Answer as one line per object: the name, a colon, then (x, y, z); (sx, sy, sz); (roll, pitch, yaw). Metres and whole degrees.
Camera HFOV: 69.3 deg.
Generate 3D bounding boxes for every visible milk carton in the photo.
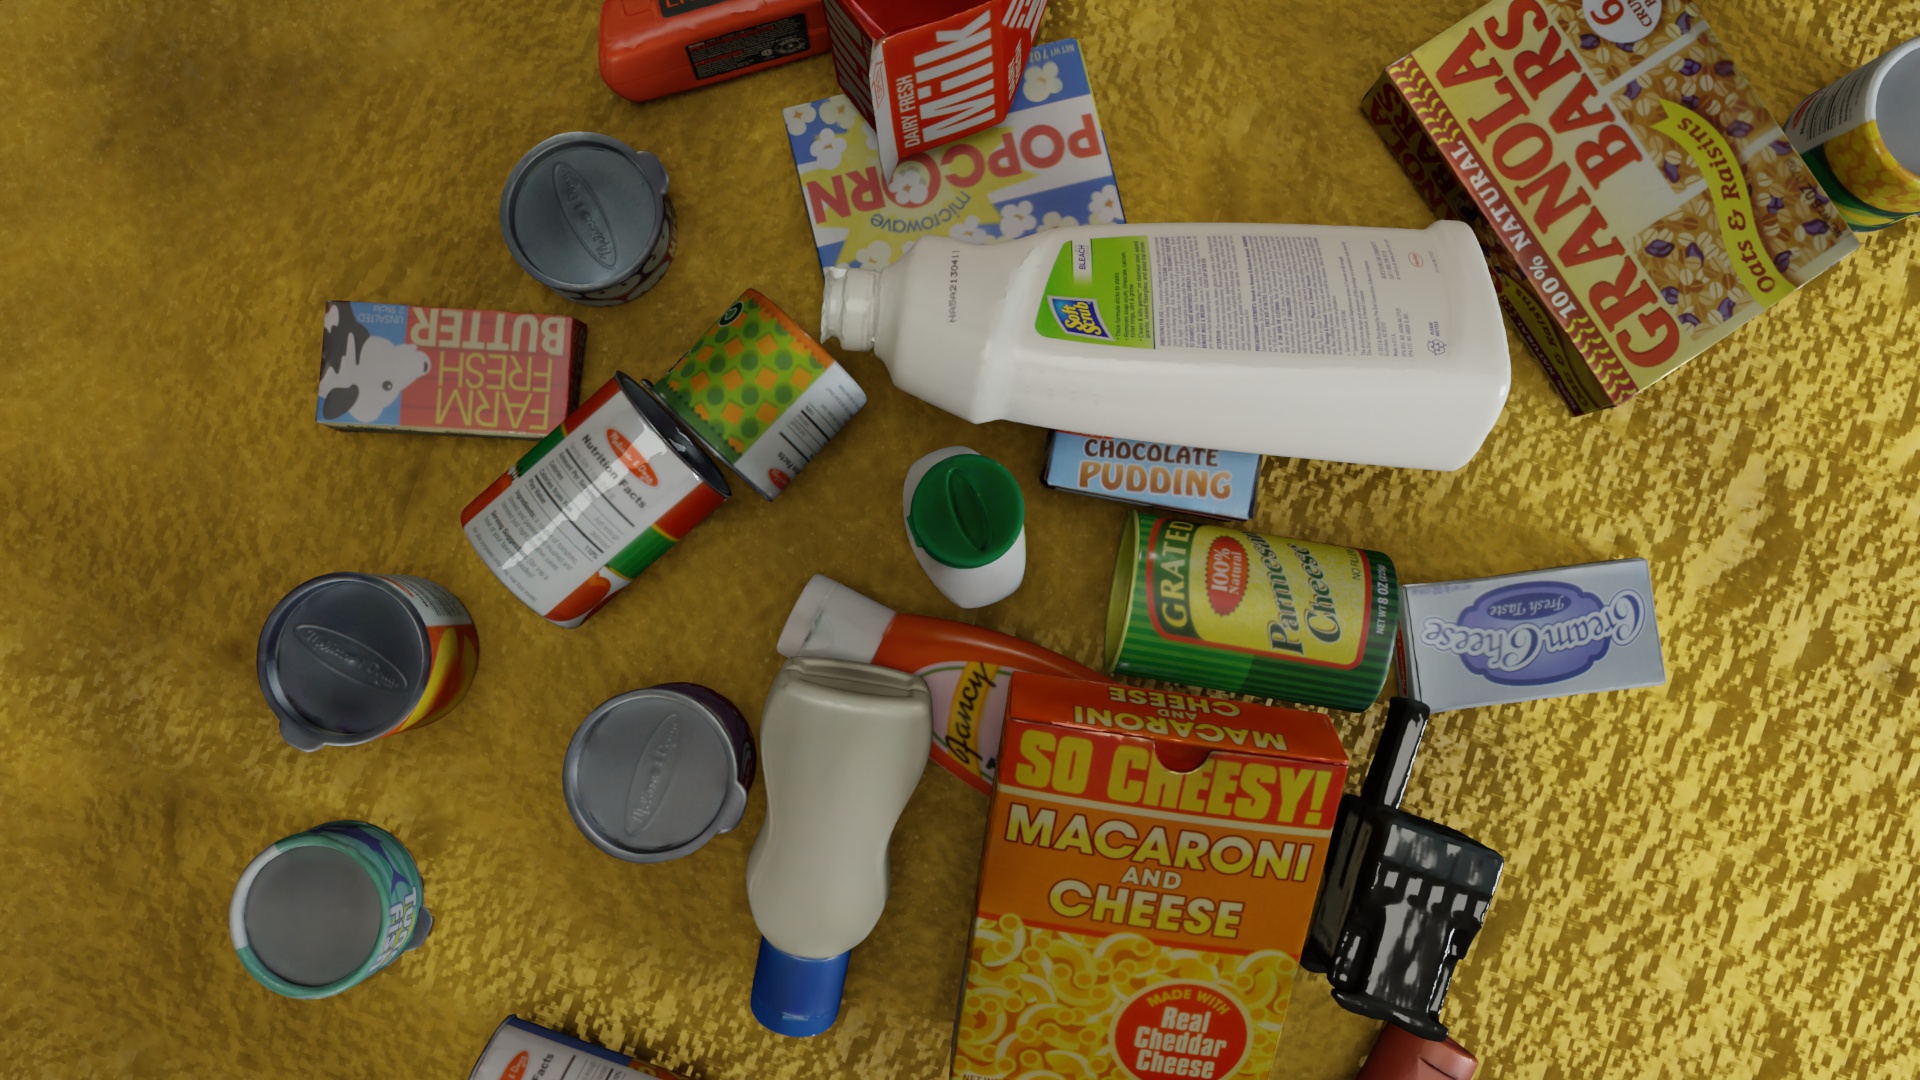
milk carton: (-0.002, -0.233, 0.535); (0.073, 0.072, 0.191); (16, 72, 9)

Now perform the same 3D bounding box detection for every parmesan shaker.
parmesan shaker: (0.114, 0.026, 0.554); (0.103, 0.071, 0.071); (9, 87, 0)

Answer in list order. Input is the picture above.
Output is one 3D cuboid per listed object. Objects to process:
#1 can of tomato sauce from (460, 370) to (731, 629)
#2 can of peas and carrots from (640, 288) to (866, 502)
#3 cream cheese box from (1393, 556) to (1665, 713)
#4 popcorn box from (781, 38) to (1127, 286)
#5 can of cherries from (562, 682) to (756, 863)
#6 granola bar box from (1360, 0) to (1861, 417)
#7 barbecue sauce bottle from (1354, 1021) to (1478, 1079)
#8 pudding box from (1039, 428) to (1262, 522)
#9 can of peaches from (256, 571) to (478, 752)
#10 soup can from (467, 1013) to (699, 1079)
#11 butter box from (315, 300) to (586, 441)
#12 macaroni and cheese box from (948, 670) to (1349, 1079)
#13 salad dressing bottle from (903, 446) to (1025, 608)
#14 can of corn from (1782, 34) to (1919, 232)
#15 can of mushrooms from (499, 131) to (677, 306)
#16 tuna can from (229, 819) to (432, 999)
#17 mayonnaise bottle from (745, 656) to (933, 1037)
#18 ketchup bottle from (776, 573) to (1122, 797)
can of tomato sauce: (-0.144, -0.015, 0.554); (0.083, 0.071, 0.071); (-41, 88, 1)
can of peas and carrots: (-0.082, -0.060, 0.557); (0.071, 0.071, 0.059); (43, 87, 2)
cream cheese box: (0.233, 0.039, 0.574); (0.104, 0.024, 0.053); (-7, 88, -1)
popcorn box: (-0.002, -0.148, 0.575); (0.127, 0.038, 0.085); (-14, 87, -1)
can of cherries: (-0.115, 0.092, 0.552); (0.071, 0.058, 0.071); (0, 86, -1)
granola bar box: (0.266, -0.153, 0.577); (0.124, 0.039, 0.165); (-33, 88, -2)
barbecue sauce bottle: (0.153, 0.261, 0.552); (0.065, 0.043, 0.148); (31, 87, 2)
pudding box: (0.076, -0.029, 0.564); (0.084, 0.049, 0.030); (11, 91, 1)
can of peaches: (-0.235, 0.048, 0.554); (0.071, 0.058, 0.071); (0, 88, -1)
soup can: (-0.150, 0.232, 0.543); (0.084, 0.071, 0.071); (19, 87, 0)
butter box: (-0.210, -0.069, 0.577); (0.103, 0.024, 0.053); (3, 88, 0)
macaroni and cheese box: (0.067, 0.140, 0.530); (0.124, 0.040, 0.165); (8, 111, 0)
salad dressing bottle: (0.002, -0.006, 0.513); (0.044, 0.147, 0.064); (-20, 88, -1)
can of corn: (0.386, -0.164, 0.568); (0.071, 0.058, 0.071); (0, 87, 0)
can of mushrooms: (-0.151, -0.133, 0.576); (0.071, 0.033, 0.071); (0, 87, 0)
tuna can: (-0.253, 0.149, 0.561); (0.071, 0.033, 0.071); (0, 87, 0)
mayonnaise bottle: (-0.053, 0.120, 0.539); (0.065, 0.041, 0.147); (10, 107, -6)
ketchup bottle: (0.000, 0.062, 0.562); (0.149, 0.043, 0.064); (26, 96, 2)
